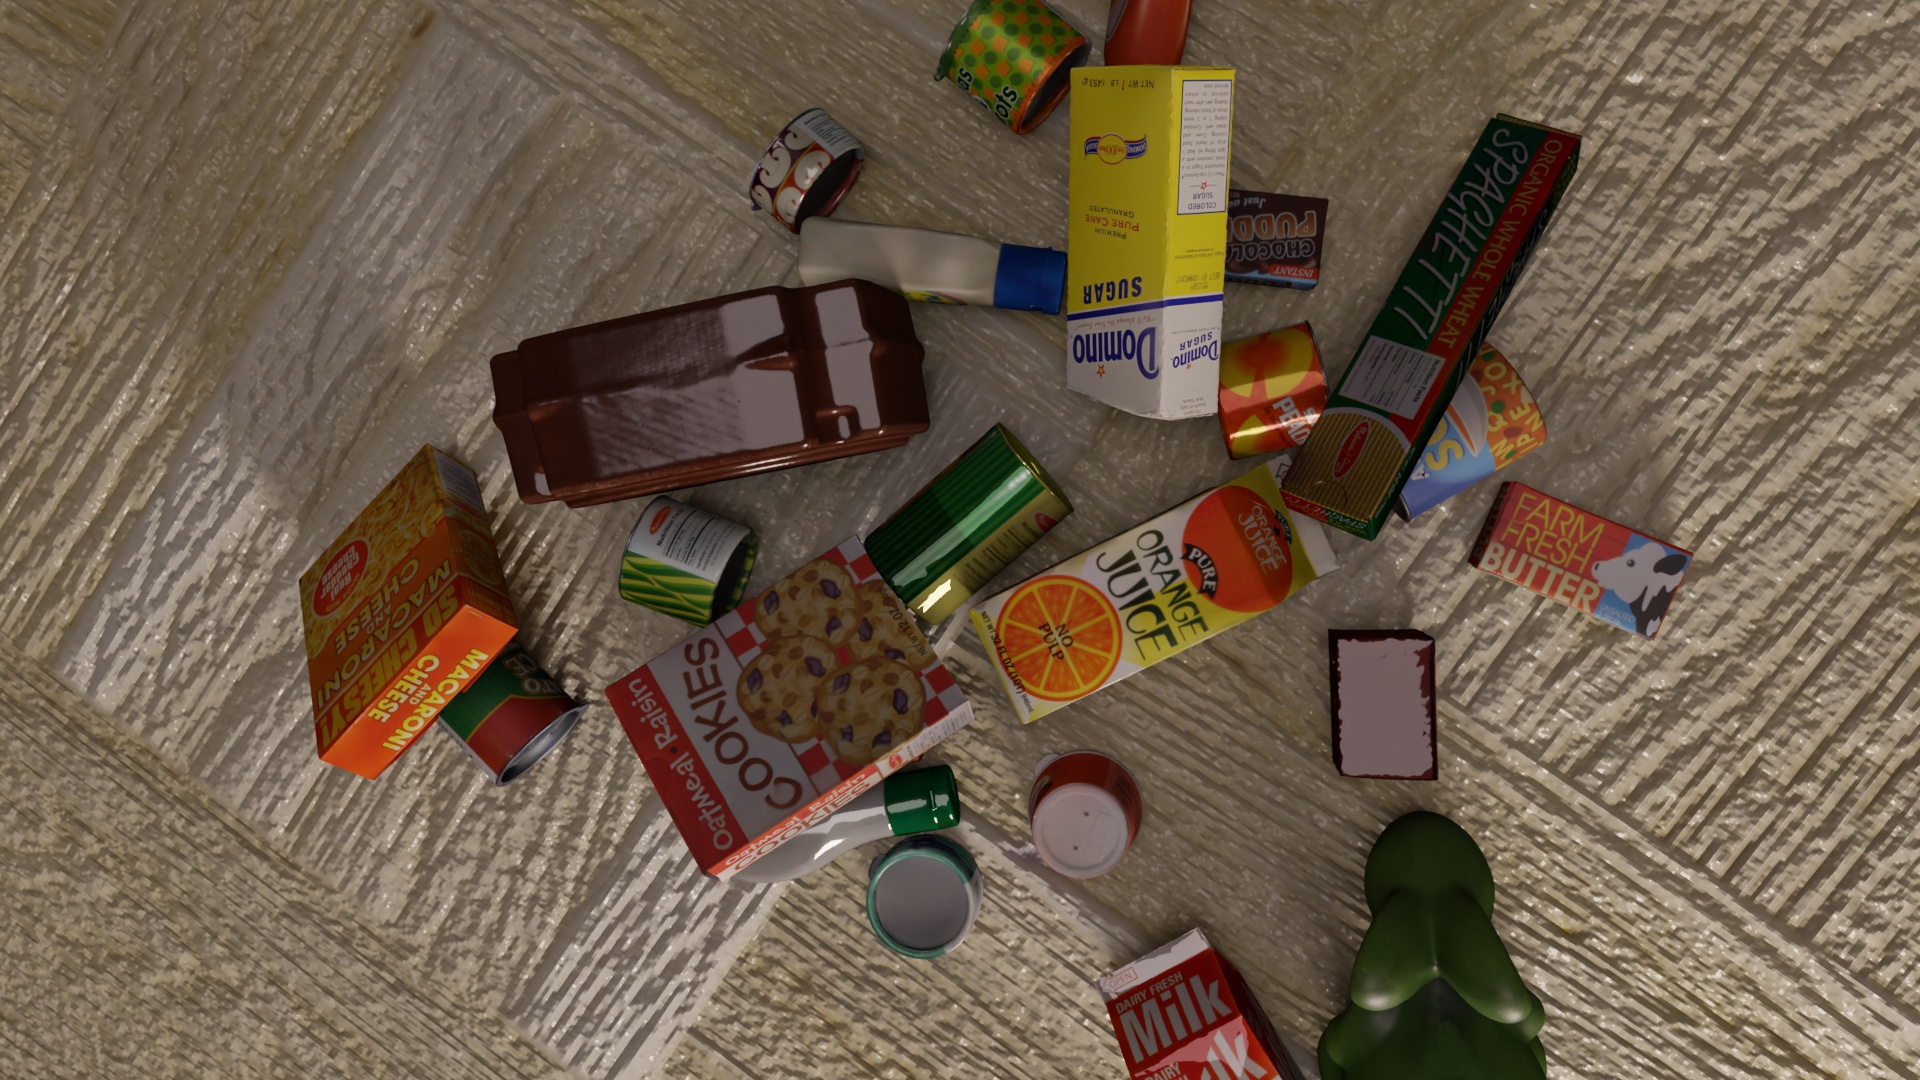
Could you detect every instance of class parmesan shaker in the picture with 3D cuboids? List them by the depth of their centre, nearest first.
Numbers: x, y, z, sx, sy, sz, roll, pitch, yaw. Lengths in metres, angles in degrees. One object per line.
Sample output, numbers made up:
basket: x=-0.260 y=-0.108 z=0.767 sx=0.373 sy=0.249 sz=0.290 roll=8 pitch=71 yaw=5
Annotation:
parmesan shaker: x=0.003 y=-0.010 z=0.785 sx=0.103 sy=0.071 sz=0.071 roll=-40 pitch=86 yaw=8

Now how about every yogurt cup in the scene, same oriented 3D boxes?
yogurt cup: x=0.070 y=0.158 z=0.790 sx=0.072 sy=0.054 sz=0.072 roll=0 pitch=93 yaw=8

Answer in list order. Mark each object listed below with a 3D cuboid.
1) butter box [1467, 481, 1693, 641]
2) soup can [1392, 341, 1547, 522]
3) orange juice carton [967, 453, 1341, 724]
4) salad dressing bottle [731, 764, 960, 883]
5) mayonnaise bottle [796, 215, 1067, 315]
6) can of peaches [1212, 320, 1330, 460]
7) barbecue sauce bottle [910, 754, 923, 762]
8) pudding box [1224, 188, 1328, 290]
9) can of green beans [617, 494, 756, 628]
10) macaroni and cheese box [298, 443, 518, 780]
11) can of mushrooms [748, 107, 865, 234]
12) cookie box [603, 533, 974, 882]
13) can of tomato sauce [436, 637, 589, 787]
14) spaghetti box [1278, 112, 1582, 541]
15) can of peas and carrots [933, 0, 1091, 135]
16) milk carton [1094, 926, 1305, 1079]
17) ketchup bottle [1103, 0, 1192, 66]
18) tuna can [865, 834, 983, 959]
butter box: x=0.338 y=0.010 z=0.760 sx=0.103 sy=0.024 sz=0.053 roll=24 pitch=96 yaw=7
soup can: x=0.258 y=-0.060 z=0.745 sx=0.083 sy=0.071 sz=0.071 roll=-32 pitch=88 yaw=8
orange juice carton: x=0.108 y=0.025 z=0.770 sx=0.192 sy=0.073 sz=0.072 roll=-26 pitch=88 yaw=8
salad dressing bottle: x=-0.075 y=0.162 z=0.817 sx=0.147 sy=0.044 sz=0.064 roll=-11 pitch=80 yaw=8
mayonnaise bottle: x=-0.015 y=-0.155 z=0.789 sx=0.148 sy=0.065 sz=0.041 roll=8 pitch=92 yaw=5
can of peaches: x=0.169 y=-0.079 z=0.759 sx=0.058 sy=0.071 sz=0.071 roll=-13 pitch=90 yaw=10
barbecue sauce bottle: x=-0.095 y=0.105 z=0.817 sx=0.148 sy=0.043 sz=0.065 roll=4 pitch=81 yaw=8
pudding box: x=0.159 y=-0.169 z=0.777 sx=0.084 sy=0.030 sz=0.049 roll=8 pitch=94 yaw=8
can of green beans: x=-0.159 y=0.014 z=0.812 sx=0.058 sy=0.071 sz=0.071 roll=20 pitch=95 yaw=7
macaroni and cheese box: x=-0.321 y=0.037 z=0.801 sx=0.123 sy=0.040 sz=0.167 roll=-45 pitch=43 yaw=8
can of mushrooms: x=-0.088 y=-0.209 z=0.795 sx=0.033 sy=0.071 sz=0.071 roll=40 pitch=97 yaw=4
cookie box: x=-0.096 y=0.091 z=0.775 sx=0.168 sy=0.040 sz=0.123 roll=-32 pitch=67 yaw=-9
can of tomato sauce: x=-0.279 y=0.094 z=0.834 sx=0.083 sy=0.071 sz=0.071 roll=44 pitch=98 yaw=5
spaghetti box: x=0.247 y=-0.115 z=0.720 sx=0.050 sy=0.028 sz=0.250 roll=25 pitch=75 yaw=28
can of peas and carrots: x=0.029 y=-0.268 z=0.774 sx=0.059 sy=0.071 sz=0.071 roll=40 pitch=97 yaw=4
milk carton: x=0.153 y=0.313 z=0.773 sx=0.072 sy=0.073 sz=0.190 roll=-31 pitch=87 yaw=9
ketchup bottle: x=0.105 y=-0.293 z=0.767 sx=0.043 sy=0.065 sz=0.148 roll=6 pitch=102 yaw=-11
tuna can: x=-0.023 y=0.208 z=0.816 sx=0.071 sy=0.033 sz=0.071 roll=0 pitch=92 yaw=8
